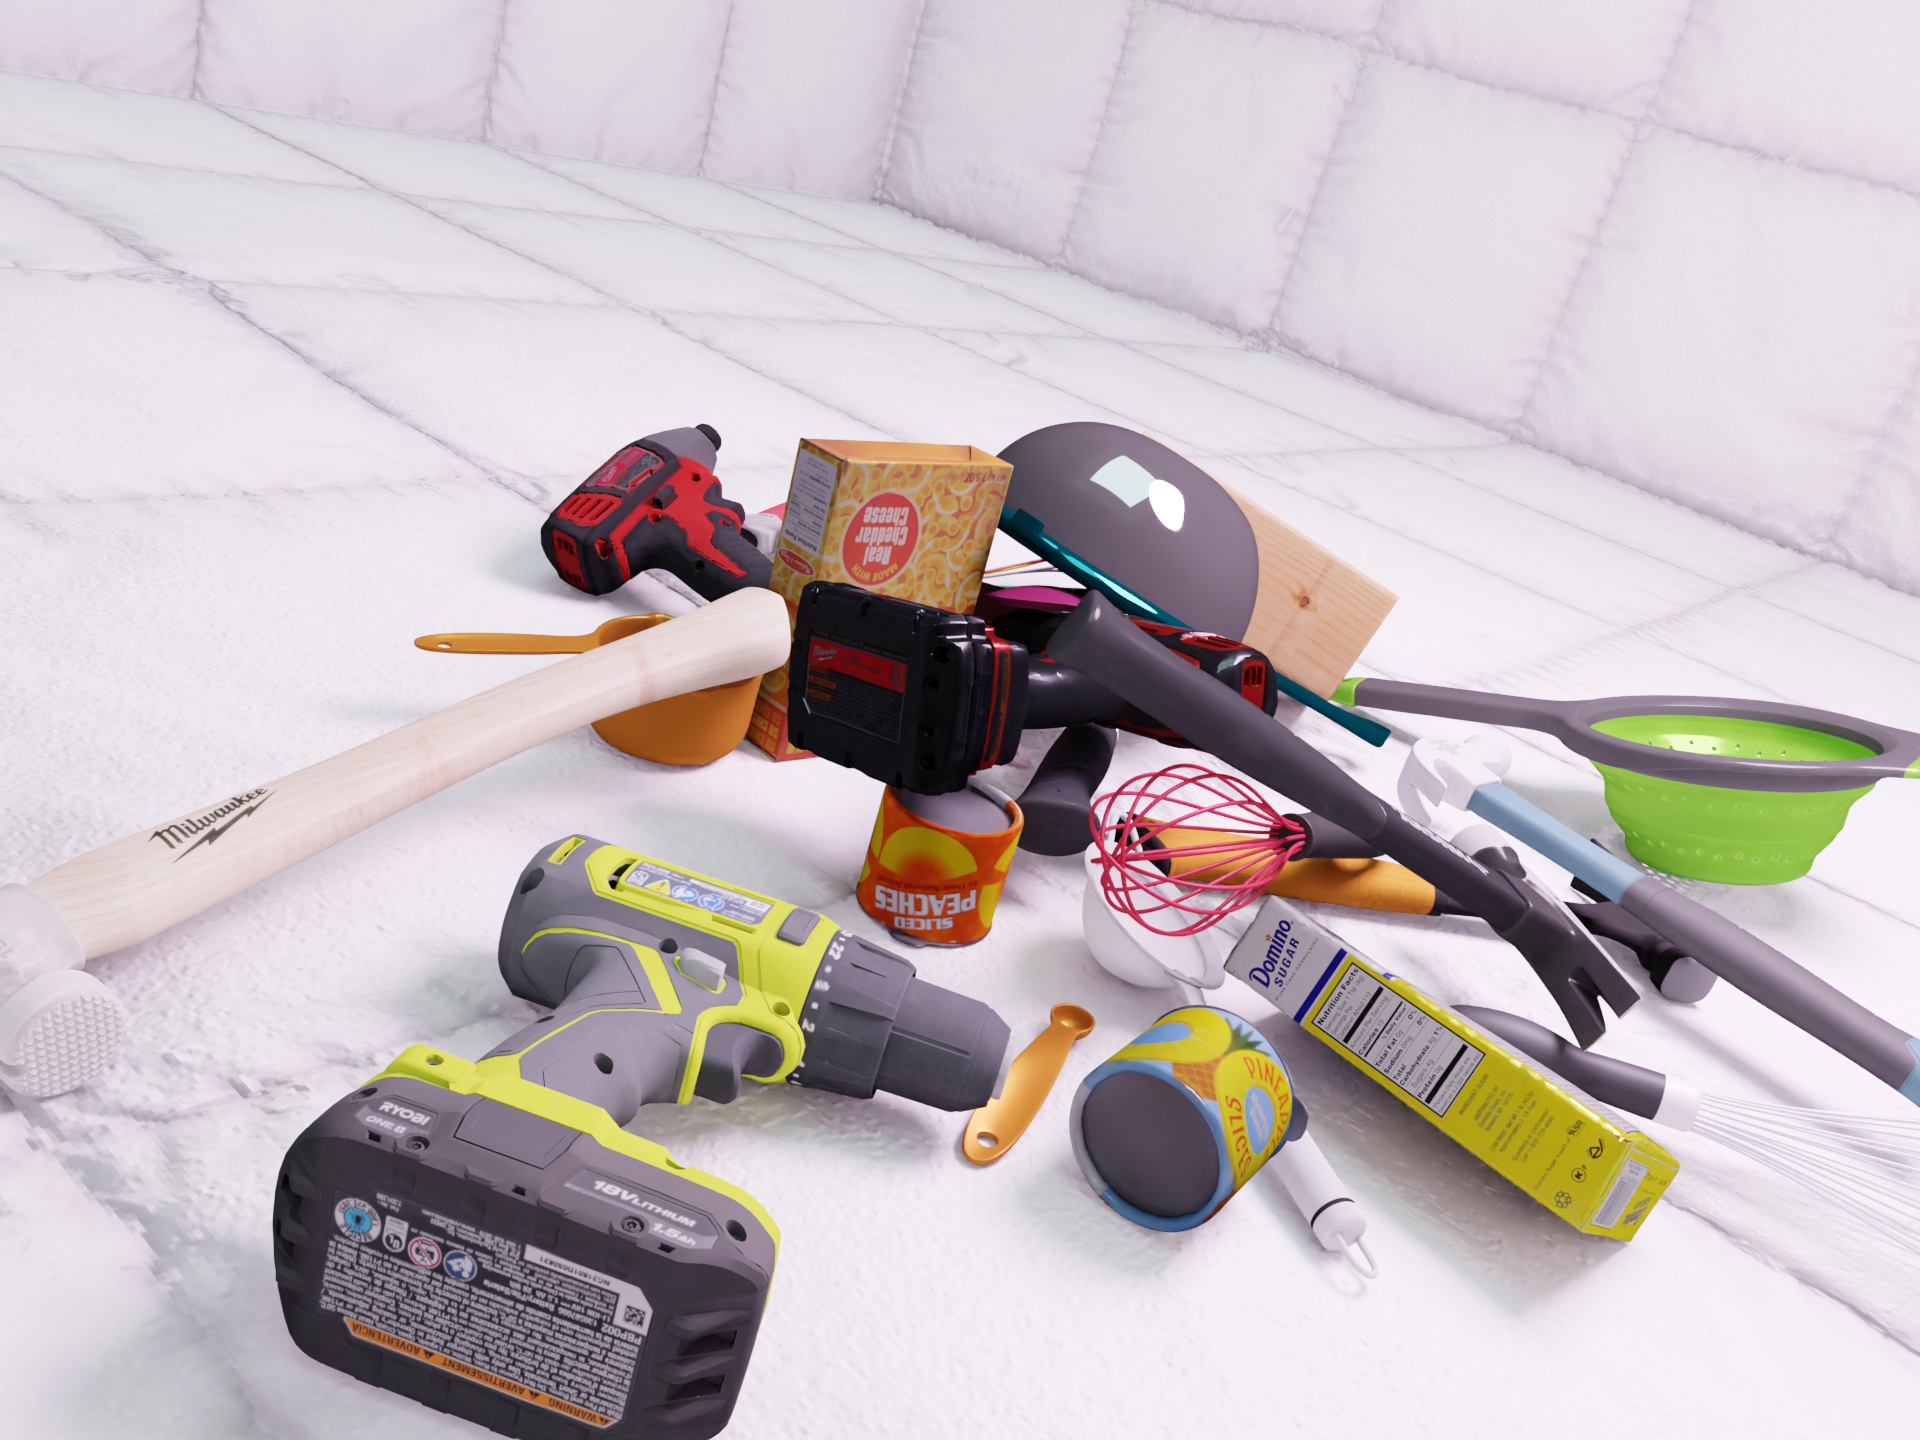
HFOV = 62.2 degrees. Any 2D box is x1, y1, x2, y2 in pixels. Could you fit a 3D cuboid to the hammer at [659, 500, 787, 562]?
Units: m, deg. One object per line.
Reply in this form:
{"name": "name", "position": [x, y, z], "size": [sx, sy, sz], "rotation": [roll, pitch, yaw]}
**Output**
{"name": "hammer", "position": [-0.108, -0.169, 1.217], "size": [0.143, 0.038, 0.386], "rotation": [7, 17, 15]}

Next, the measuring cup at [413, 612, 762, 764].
{"name": "measuring cup", "position": [-0.187, -0.015, 0.801], "size": [0.173, 0.052, 0.095], "rotation": [2, 27, -27]}

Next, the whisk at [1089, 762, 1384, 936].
{"name": "whisk", "position": [0.147, 0.055, 0.748], "size": [0.073, 0.073, 0.295], "rotation": [31, 17, 33]}

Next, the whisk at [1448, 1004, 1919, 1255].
{"name": "whisk", "position": [0.351, 0.182, 0.707], "size": [0.285, 0.070, 0.070], "rotation": [17, 22, 15]}

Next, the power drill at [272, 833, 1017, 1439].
{"name": "power drill", "position": [-0.088, 0.123, 0.515], "size": [0.190, 0.080, 0.228], "rotation": [18, 20, 5]}

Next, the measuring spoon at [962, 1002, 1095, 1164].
{"name": "measuring spoon", "position": [0.027, 0.144, 0.630], "size": [0.021, 0.011, 0.117], "rotation": [22, 27, 16]}

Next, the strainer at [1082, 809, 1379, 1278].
{"name": "strainer", "position": [0.104, 0.131, 0.671], "size": [0.086, 0.050, 0.259], "rotation": [28, 19, -35]}

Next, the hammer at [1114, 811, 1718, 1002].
{"name": "hammer", "position": [0.240, 0.087, 0.872], "size": [0.336, 0.034, 0.127], "rotation": [10, 24, -15]}

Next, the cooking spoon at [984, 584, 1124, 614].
{"name": "cooking spoon", "position": [0.079, -0.076, 1.015], "size": [0.069, 0.017, 0.319], "rotation": [7, 5, 15]}

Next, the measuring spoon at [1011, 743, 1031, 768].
{"name": "measuring spoon", "position": [-0.002, -0.003, 0.952], "size": [0.034, 0.018, 0.124], "rotation": [-12, 42, -42]}

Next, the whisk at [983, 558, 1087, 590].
{"name": "whisk", "position": [0.003, -0.098, 1.136], "size": [0.245, 0.047, 0.051], "rotation": [1, 9, -24]}

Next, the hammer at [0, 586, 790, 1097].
{"name": "hammer", "position": [-0.224, 0.010, 0.659], "size": [0.146, 0.038, 0.410], "rotation": [26, 33, 26]}

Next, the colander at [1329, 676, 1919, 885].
{"name": "colander", "position": [0.425, 0.037, 1.072], "size": [0.397, 0.094, 0.204], "rotation": [9, 16, 35]}

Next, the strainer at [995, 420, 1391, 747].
{"name": "strainer", "position": [0.159, -0.093, 0.994], "size": [0.340, 0.095, 0.211], "rotation": [28, 10, -20]}

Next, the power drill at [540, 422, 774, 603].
{"name": "power drill", "position": [-0.132, -0.111, 0.974], "size": [0.220, 0.078, 0.143], "rotation": [23, 53, 21]}

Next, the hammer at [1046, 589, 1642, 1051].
{"name": "hammer", "position": [0.167, 0.037, 0.689], "size": [0.334, 0.035, 0.146], "rotation": [30, 19, -29]}

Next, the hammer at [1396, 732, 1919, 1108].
{"name": "hammer", "position": [0.374, 0.099, 0.851], "size": [0.128, 0.033, 0.331], "rotation": [-5, 32, -41]}

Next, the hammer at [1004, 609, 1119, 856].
{"name": "hammer", "position": [0.078, -0.003, 0.936], "size": [0.149, 0.036, 0.409], "rotation": [18, 18, 8]}

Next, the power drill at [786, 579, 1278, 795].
{"name": "power drill", "position": [0.023, -0.025, 0.796], "size": [0.226, 0.080, 0.188], "rotation": [-2, 14, -41]}
